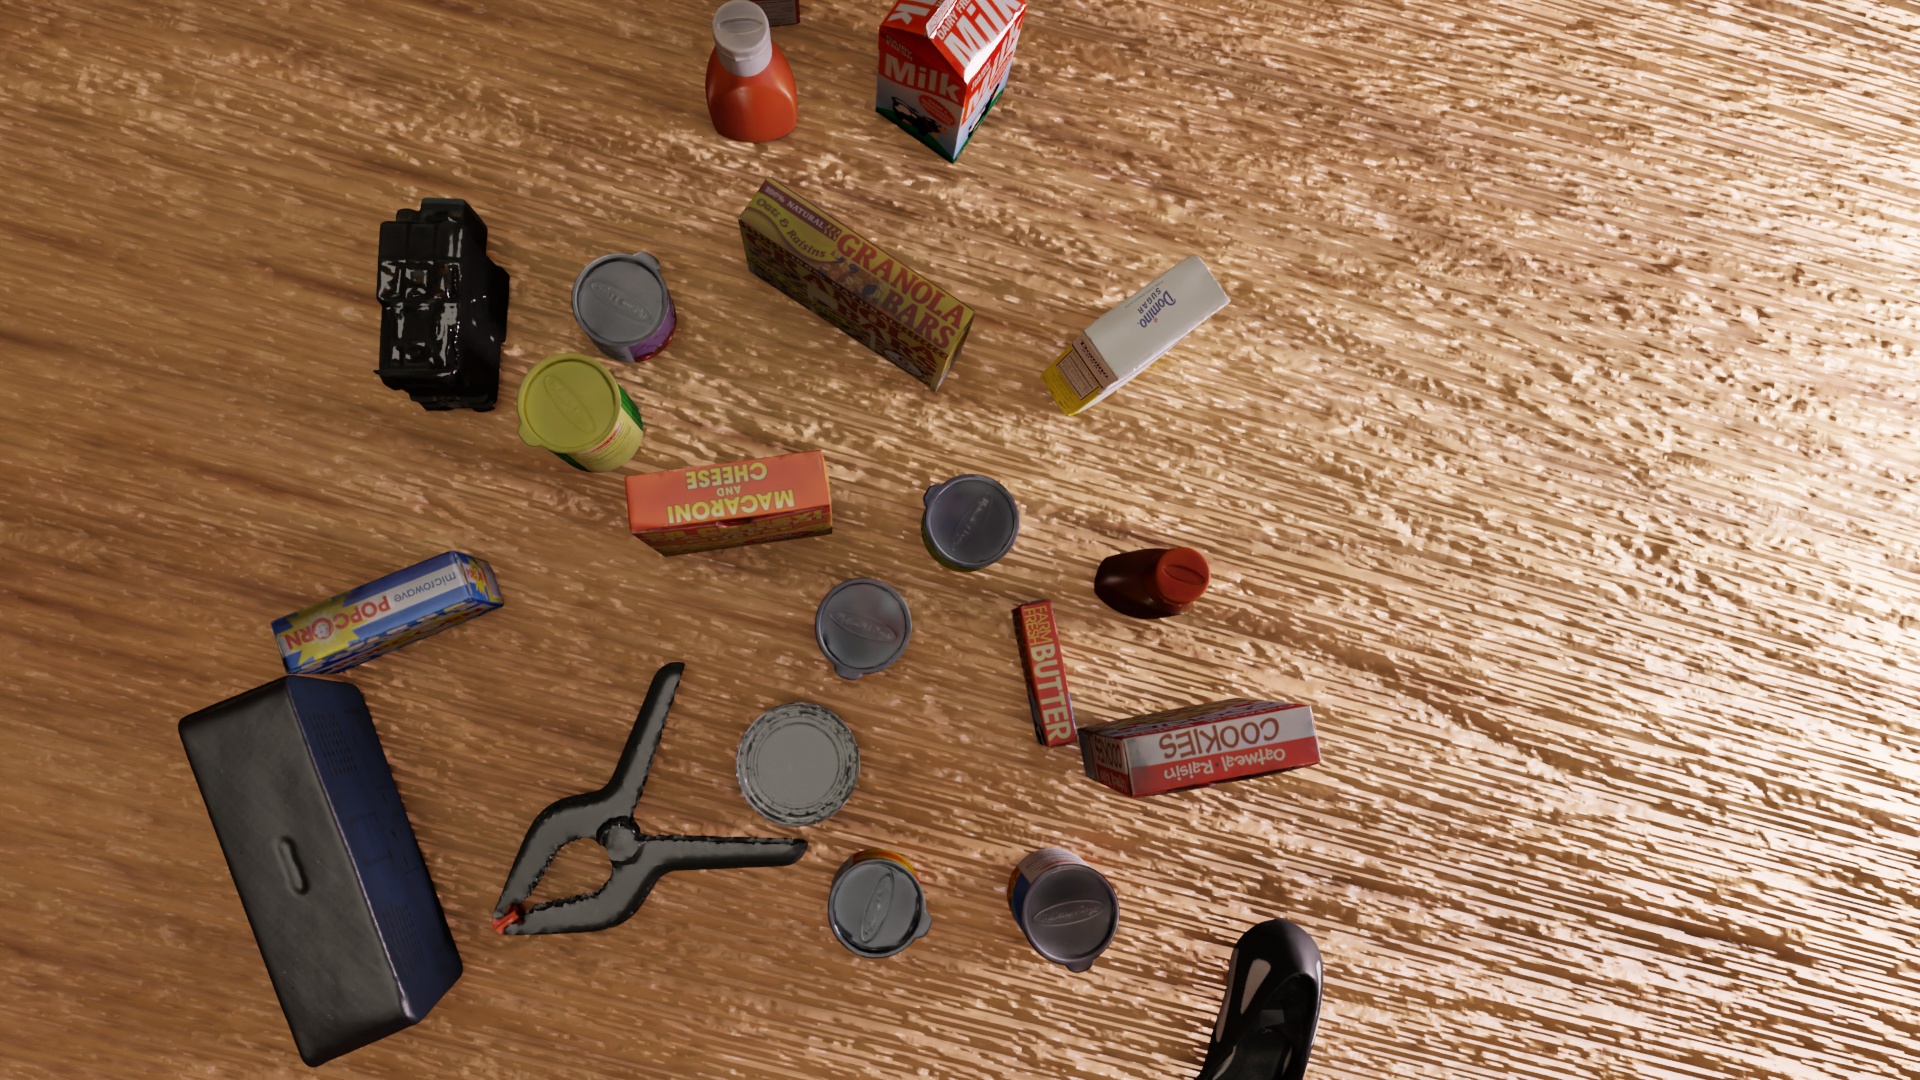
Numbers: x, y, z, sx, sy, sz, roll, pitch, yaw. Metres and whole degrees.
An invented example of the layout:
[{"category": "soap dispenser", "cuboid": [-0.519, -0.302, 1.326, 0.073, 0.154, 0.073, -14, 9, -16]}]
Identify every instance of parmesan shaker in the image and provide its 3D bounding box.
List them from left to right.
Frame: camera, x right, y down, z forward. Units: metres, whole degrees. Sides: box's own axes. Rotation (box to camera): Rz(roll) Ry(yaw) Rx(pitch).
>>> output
[{"category": "parmesan shaker", "cuboid": [-0.261, -0.083, 0.951, 0.071, 0.103, 0.071, 0, 85, -5]}]

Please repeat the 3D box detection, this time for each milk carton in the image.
[{"category": "milk carton", "cuboid": [-0.009, -0.338, 0.955, 0.073, 0.190, 0.072, 34, 83, -1]}]

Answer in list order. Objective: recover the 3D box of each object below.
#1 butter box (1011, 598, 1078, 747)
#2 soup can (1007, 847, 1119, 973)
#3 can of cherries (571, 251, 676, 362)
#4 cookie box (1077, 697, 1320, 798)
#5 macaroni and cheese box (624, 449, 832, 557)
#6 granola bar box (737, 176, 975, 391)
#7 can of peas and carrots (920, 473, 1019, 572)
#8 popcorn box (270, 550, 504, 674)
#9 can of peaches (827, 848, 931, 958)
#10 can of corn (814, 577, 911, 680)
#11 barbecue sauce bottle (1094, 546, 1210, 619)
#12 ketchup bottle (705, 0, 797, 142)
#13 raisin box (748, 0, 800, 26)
[{"category": "butter box", "cuboid": [0.059, 0.094, 0.987, 0.024, 0.053, 0.103, -10, 85, -6]}, {"category": "soup can", "cuboid": [0.069, 0.253, 0.957, 0.071, 0.083, 0.071, 0, 85, -5]}, {"category": "can of cherries", "cuboid": [-0.235, -0.165, 0.984, 0.071, 0.058, 0.071, 0, 85, -5]}, {"category": "cookie box", "cuboid": [0.154, 0.138, 0.934, 0.123, 0.167, 0.040, -10, 86, -6]}, {"category": "macaroni and cheese box", "cuboid": [-0.148, -0.021, 0.923, 0.124, 0.166, 0.040, -8, 86, -6]}, {"category": "granola bar box", "cuboid": [-0.072, -0.175, 0.966, 0.165, 0.124, 0.039, 33, 83, -1]}, {"category": "can of peas and carrots", "cuboid": [0.004, -0.012, 0.990, 0.071, 0.058, 0.071, 0, 85, -5]}, {"category": "popcorn box", "cuboid": [-0.382, 0.049, 0.936, 0.127, 0.085, 0.038, -23, 87, -7]}, {"category": "can of peaches", "cuboid": [-0.056, 0.250, 0.959, 0.071, 0.058, 0.071, 0, 85, -5]}, {"category": "can of corn", "cuboid": [-0.070, 0.063, 0.976, 0.071, 0.058, 0.071, 0, 85, -5]}, {"category": "barbecue sauce bottle", "cuboid": [0.135, 0.029, 0.952, 0.065, 0.148, 0.044, 19, 84, -3]}, {"category": "ketchup bottle", "cuboid": [-0.147, -0.323, 0.962, 0.065, 0.148, 0.043, -5, 85, -5]}, {"category": "raisin box", "cuboid": [-0.139, -0.433, 0.987, 0.040, 0.123, 0.086, -6, 85, -5]}]
